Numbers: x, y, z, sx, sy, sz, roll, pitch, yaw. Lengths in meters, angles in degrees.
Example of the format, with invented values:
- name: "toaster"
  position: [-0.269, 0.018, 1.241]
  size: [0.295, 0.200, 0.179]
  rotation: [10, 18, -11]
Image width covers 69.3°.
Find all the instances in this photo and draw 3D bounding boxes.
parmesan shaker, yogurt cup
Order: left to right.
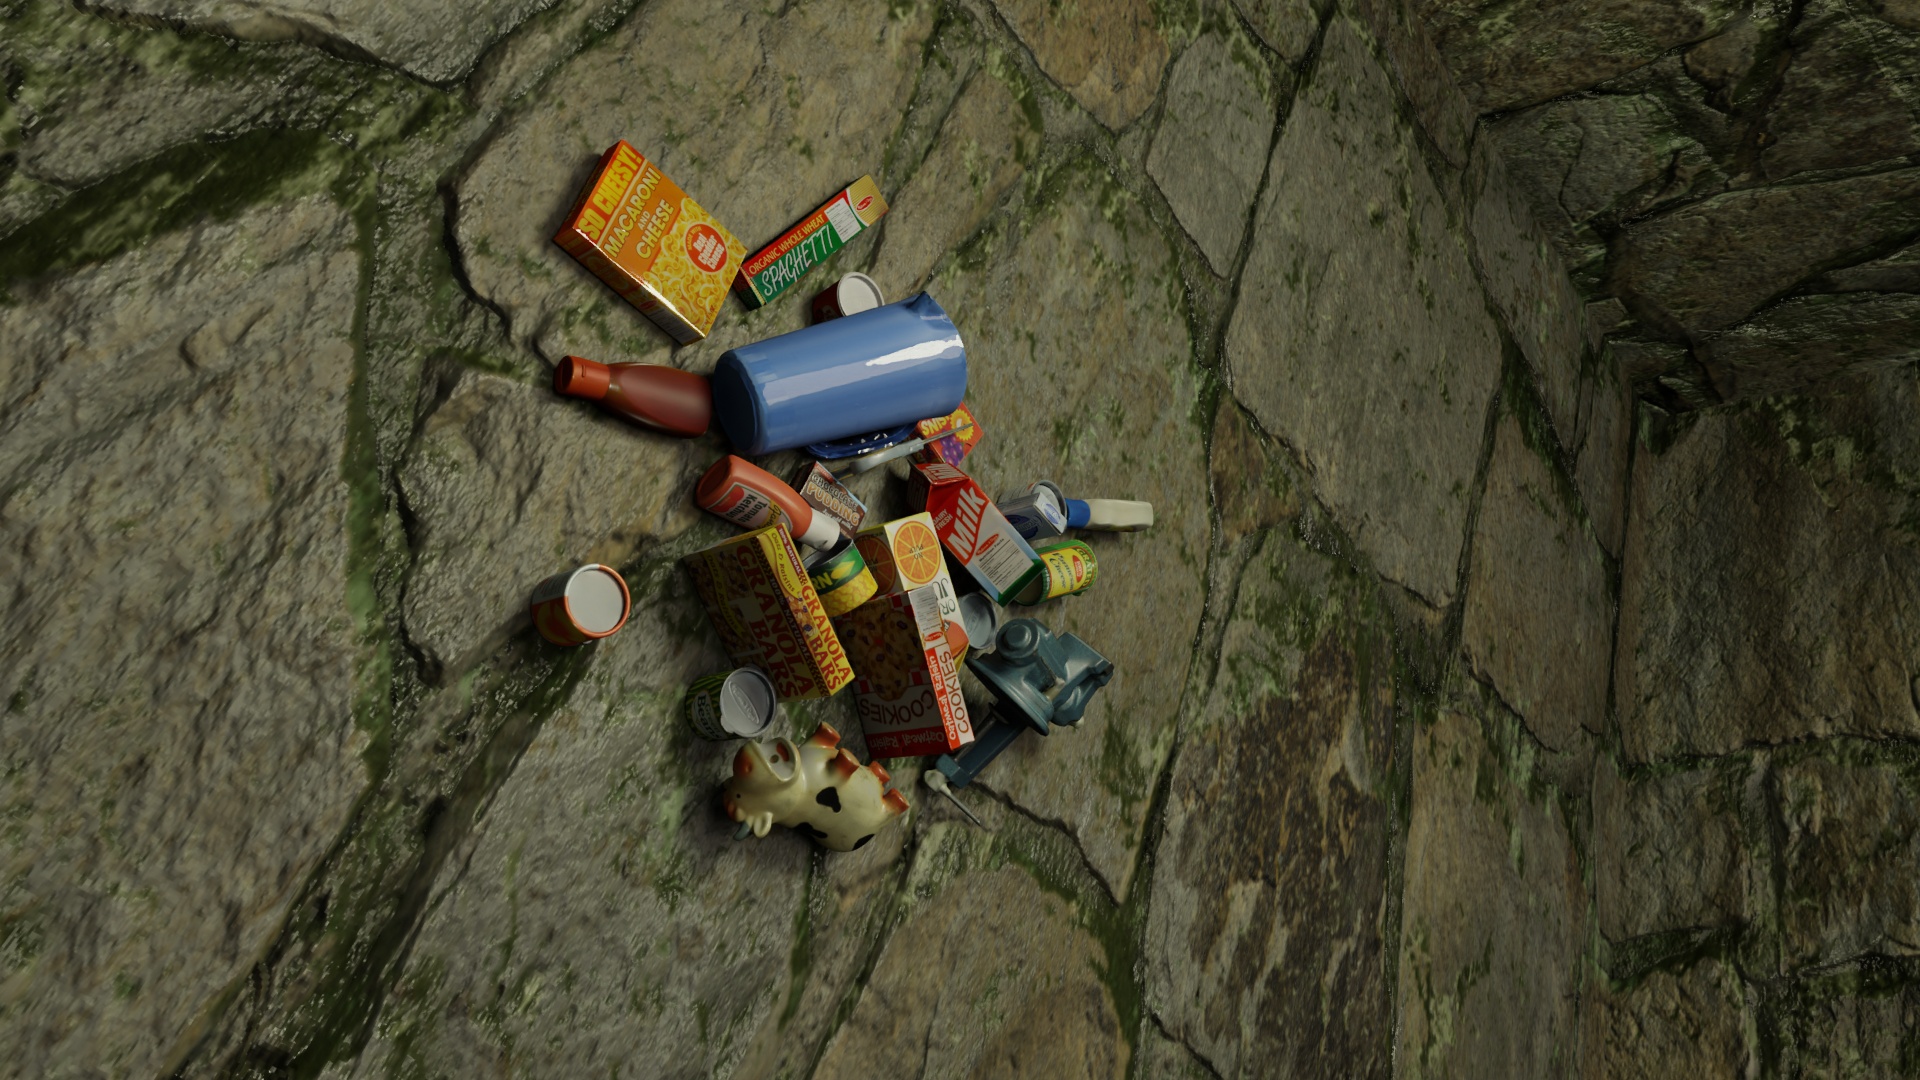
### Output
- name: "yogurt cup"
  position: [-0.125, -0.255, 1.527]
  size: [0.072, 0.054, 0.072]
  rotation: [15, 69, -43]
- name: "parmesan shaker"
  position: [0.109, 0.042, 1.681]
  size: [0.103, 0.071, 0.071]
  rotation: [-13, 89, -47]

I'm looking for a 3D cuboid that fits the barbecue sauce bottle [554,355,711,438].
- name: "barbecue sauce bottle"
  position: [-0.308, -0.140, 1.313]
  size: [0.148, 0.043, 0.065]
  rotation: [12, 71, -43]

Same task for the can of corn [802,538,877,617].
- name: "can of corn"
  position: [-0.129, 0.040, 1.434]
  size: [0.071, 0.071, 0.058]
  rotation: [-42, 111, -44]

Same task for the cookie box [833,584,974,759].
- name: "cookie box"
  position: [-0.061, 0.138, 1.435]
  size: [0.040, 0.122, 0.167]
  rotation: [-15, 91, -46]

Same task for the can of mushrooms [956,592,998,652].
- name: "can of mushrooms"
  position: [0.010, 0.096, 1.587]
  size: [0.071, 0.033, 0.071]
  rotation: [16, 68, -43]

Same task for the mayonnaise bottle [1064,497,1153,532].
- name: "mayonnaise bottle"
  position: [0.178, -0.032, 1.779]
  size: [0.148, 0.064, 0.041]
  rotation: [1, 83, -42]

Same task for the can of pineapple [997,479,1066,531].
- name: "can of pineapple"
  position: [0.087, -0.034, 1.684]
  size: [0.071, 0.057, 0.071]
  rotation: [14, 70, -43]

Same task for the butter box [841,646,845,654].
- name: "butter box"
  position: [-0.163, 0.093, 1.414]
  size: [0.103, 0.024, 0.053]
  rotation: [58, 45, -18]

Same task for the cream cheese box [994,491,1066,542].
- name: "cream cheese box"
  position: [0.069, -0.023, 1.629]
  size: [0.053, 0.103, 0.024]
  rotation: [47, 52, -27]

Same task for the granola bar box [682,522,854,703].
- name: "granola bar box"
  position: [-0.183, 0.073, 1.325]
  size: [0.039, 0.124, 0.165]
  rotation: [-33, 104, -44]

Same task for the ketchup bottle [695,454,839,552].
- name: "ketchup bottle"
  position: [-0.188, -0.032, 1.391]
  size: [0.148, 0.064, 0.044]
  rotation: [28, 39, -37]

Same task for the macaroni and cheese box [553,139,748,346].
- name: "macaroni and cheese box"
  position: [-0.301, -0.290, 1.364]
  size: [0.166, 0.040, 0.124]
  rotation: [40, 54, -33]

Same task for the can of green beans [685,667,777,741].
- name: "can of green beans"
  position: [-0.217, 0.156, 1.315]
  size: [0.071, 0.057, 0.071]
  rotation: [15, 69, -43]

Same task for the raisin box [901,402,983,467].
- name: "raisin box"
  position: [-0.036, -0.144, 1.600]
  size: [0.123, 0.040, 0.086]
  rotation: [55, 46, -22]

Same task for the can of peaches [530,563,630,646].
- name: "can of peaches"
  position: [-0.332, 0.058, 1.223]
  size: [0.071, 0.058, 0.071]
  rotation: [15, 68, -43]

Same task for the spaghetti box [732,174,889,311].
- name: "spaghetti box"
  position: [-0.164, -0.330, 1.525]
  size: [0.050, 0.028, 0.251]
  rotation: [58, 46, -18]

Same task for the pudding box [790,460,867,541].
- name: "pudding box"
  position: [-0.142, -0.038, 1.467]
  size: [0.083, 0.030, 0.050]
  rotation: [46, 50, -28]

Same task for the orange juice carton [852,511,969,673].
- name: "orange juice carton"
  position: [-0.053, 0.073, 1.499]
  size: [0.073, 0.071, 0.192]
  rotation: [-20, 93, -46]

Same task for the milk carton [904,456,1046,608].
- name: "milk carton"
  position: [0.006, -0.020, 1.567]
  size: [0.073, 0.072, 0.190]
  rotation: [-43, 117, -3]
